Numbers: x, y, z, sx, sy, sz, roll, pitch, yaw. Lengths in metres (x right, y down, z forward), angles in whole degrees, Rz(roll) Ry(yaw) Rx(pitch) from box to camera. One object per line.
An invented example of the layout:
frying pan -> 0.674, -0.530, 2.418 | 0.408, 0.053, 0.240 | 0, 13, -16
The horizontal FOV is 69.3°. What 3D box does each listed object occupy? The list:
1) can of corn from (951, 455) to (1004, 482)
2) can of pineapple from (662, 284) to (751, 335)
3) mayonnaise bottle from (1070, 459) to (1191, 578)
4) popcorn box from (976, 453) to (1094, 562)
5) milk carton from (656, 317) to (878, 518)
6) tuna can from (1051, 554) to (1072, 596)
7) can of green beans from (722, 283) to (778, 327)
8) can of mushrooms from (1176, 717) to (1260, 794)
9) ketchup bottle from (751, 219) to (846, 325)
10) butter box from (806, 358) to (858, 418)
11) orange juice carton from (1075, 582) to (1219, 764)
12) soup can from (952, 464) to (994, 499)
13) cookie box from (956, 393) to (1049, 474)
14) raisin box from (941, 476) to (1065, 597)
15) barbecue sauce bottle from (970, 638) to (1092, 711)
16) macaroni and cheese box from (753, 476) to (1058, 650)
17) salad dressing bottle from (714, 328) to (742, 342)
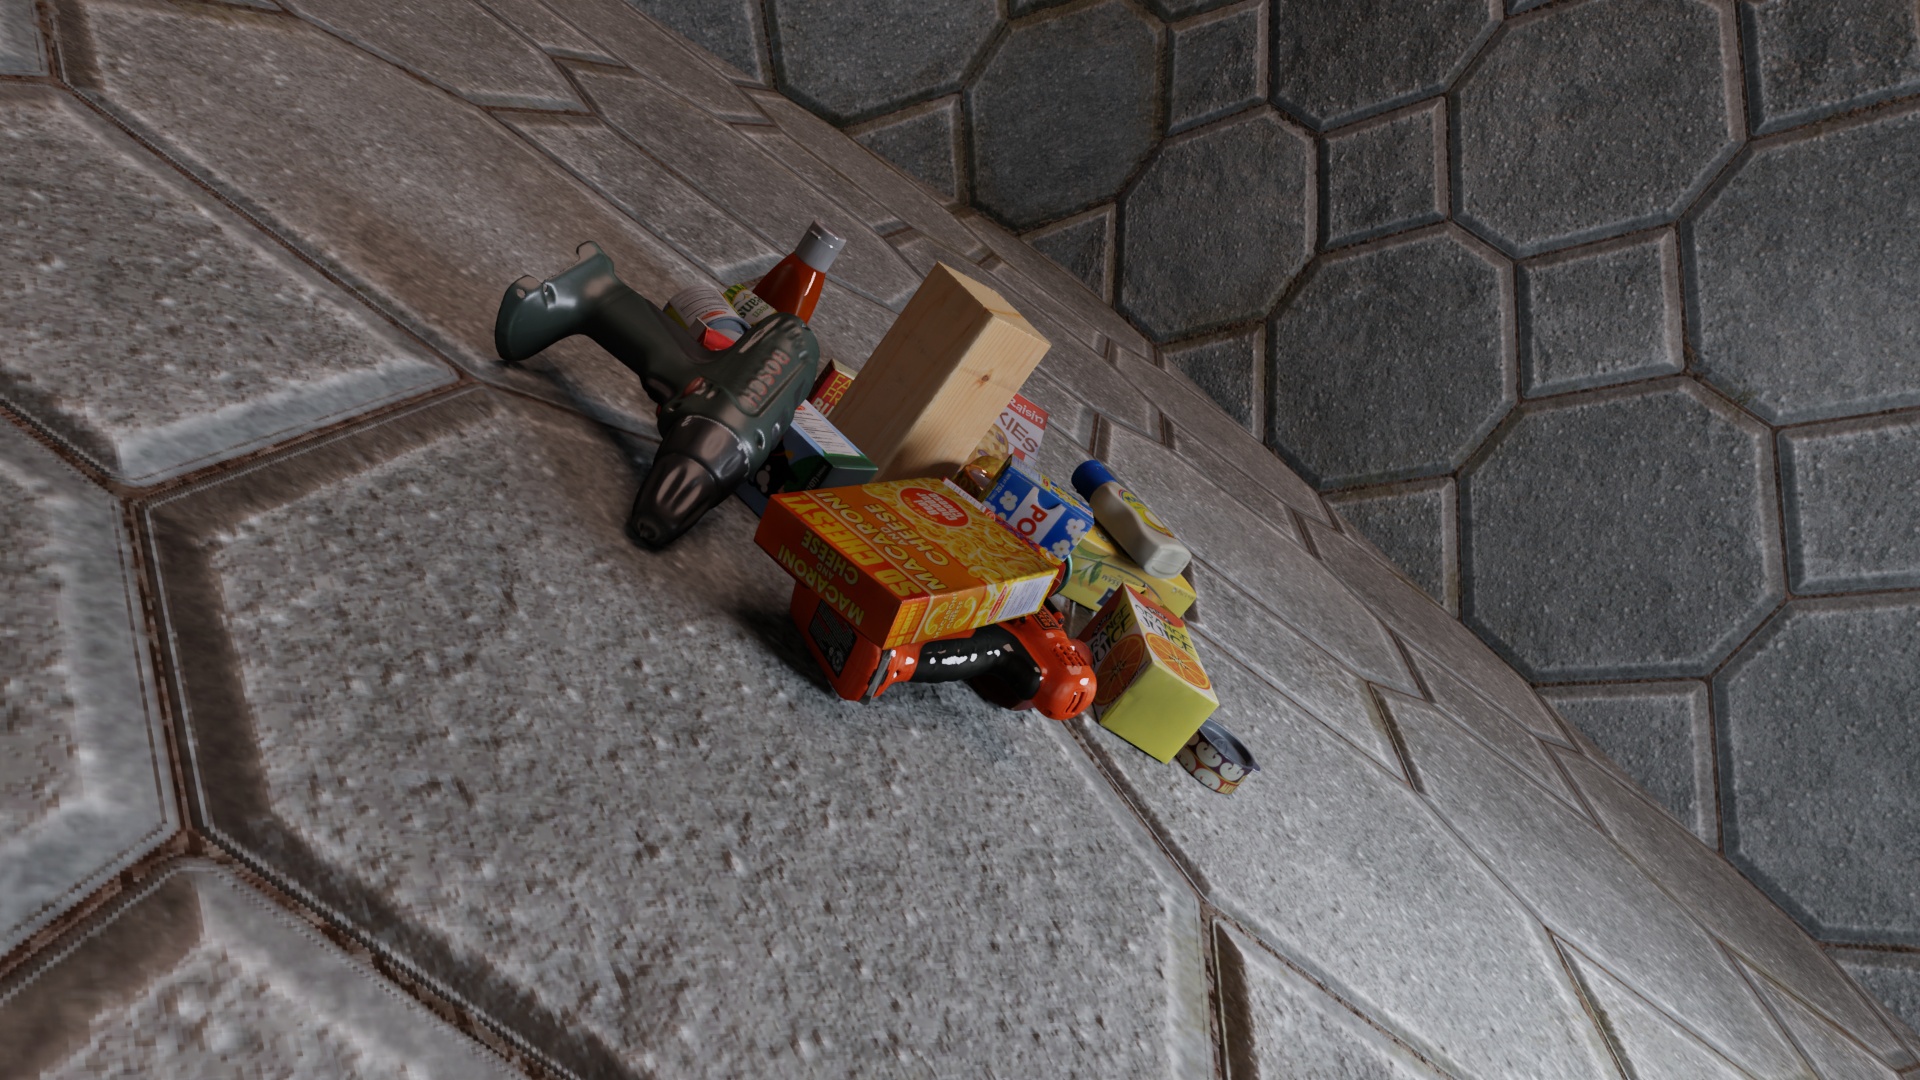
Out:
can of corn -> 0.015, -0.037, 1.274 | 0.071, 0.070, 0.058 | 42, 56, 15
can of pineapple -> -0.223, -0.181, 1.219 | 0.071, 0.071, 0.058 | 17, 26, -49
mayonnaise bottle -> 0.163, -0.023, 1.372 | 0.065, 0.041, 0.148 | 15, 28, -46
popcorn box -> 0.039, 0.004, 1.143 | 0.085, 0.126, 0.038 | 35, 21, -8
milk carton -> -0.163, -0.090, 1.082 | 0.191, 0.072, 0.073 | 44, 17, 18
tuna can -> 0.070, 0.017, 1.265 | 0.071, 0.071, 0.033 | 33, 18, -13
can of green beans -> -0.202, -0.197, 1.295 | 0.058, 0.071, 0.071 | 37, 17, 2
can of mushrooms -> 0.218, 0.184, 1.183 | 0.071, 0.033, 0.071 | 34, 16, -11
ketchup bottle -> -0.165, -0.238, 1.338 | 0.065, 0.148, 0.043 | 42, 18, 18
butter box -> -0.098, -0.132, 1.355 | 0.103, 0.053, 0.024 | 26, 23, -32
orange juice carton -> 0.155, 0.103, 1.207 | 0.073, 0.071, 0.193 | 33, 17, -16
soup can -> 0.004, -0.015, 1.197 | 0.071, 0.083, 0.071 | 33, 17, -12
cookie box -> 0.014, -0.094, 1.377 | 0.123, 0.040, 0.168 | 32, 47, -16
raisin box -> 0.010, 0.021, 1.107 | 0.123, 0.085, 0.040 | 36, 22, -3
barbecue sauce bottle -> 0.060, 0.098, 1.081 | 0.065, 0.043, 0.149 | 42, 17, 21
macaroni and cheese box -> -0.033, 0.011, 0.904 | 0.124, 0.040, 0.167 | 37, 27, 28
salad dressing bottle -> -0.168, -0.110, 1.153 | 0.148, 0.064, 0.044 | 52, 4, 18
